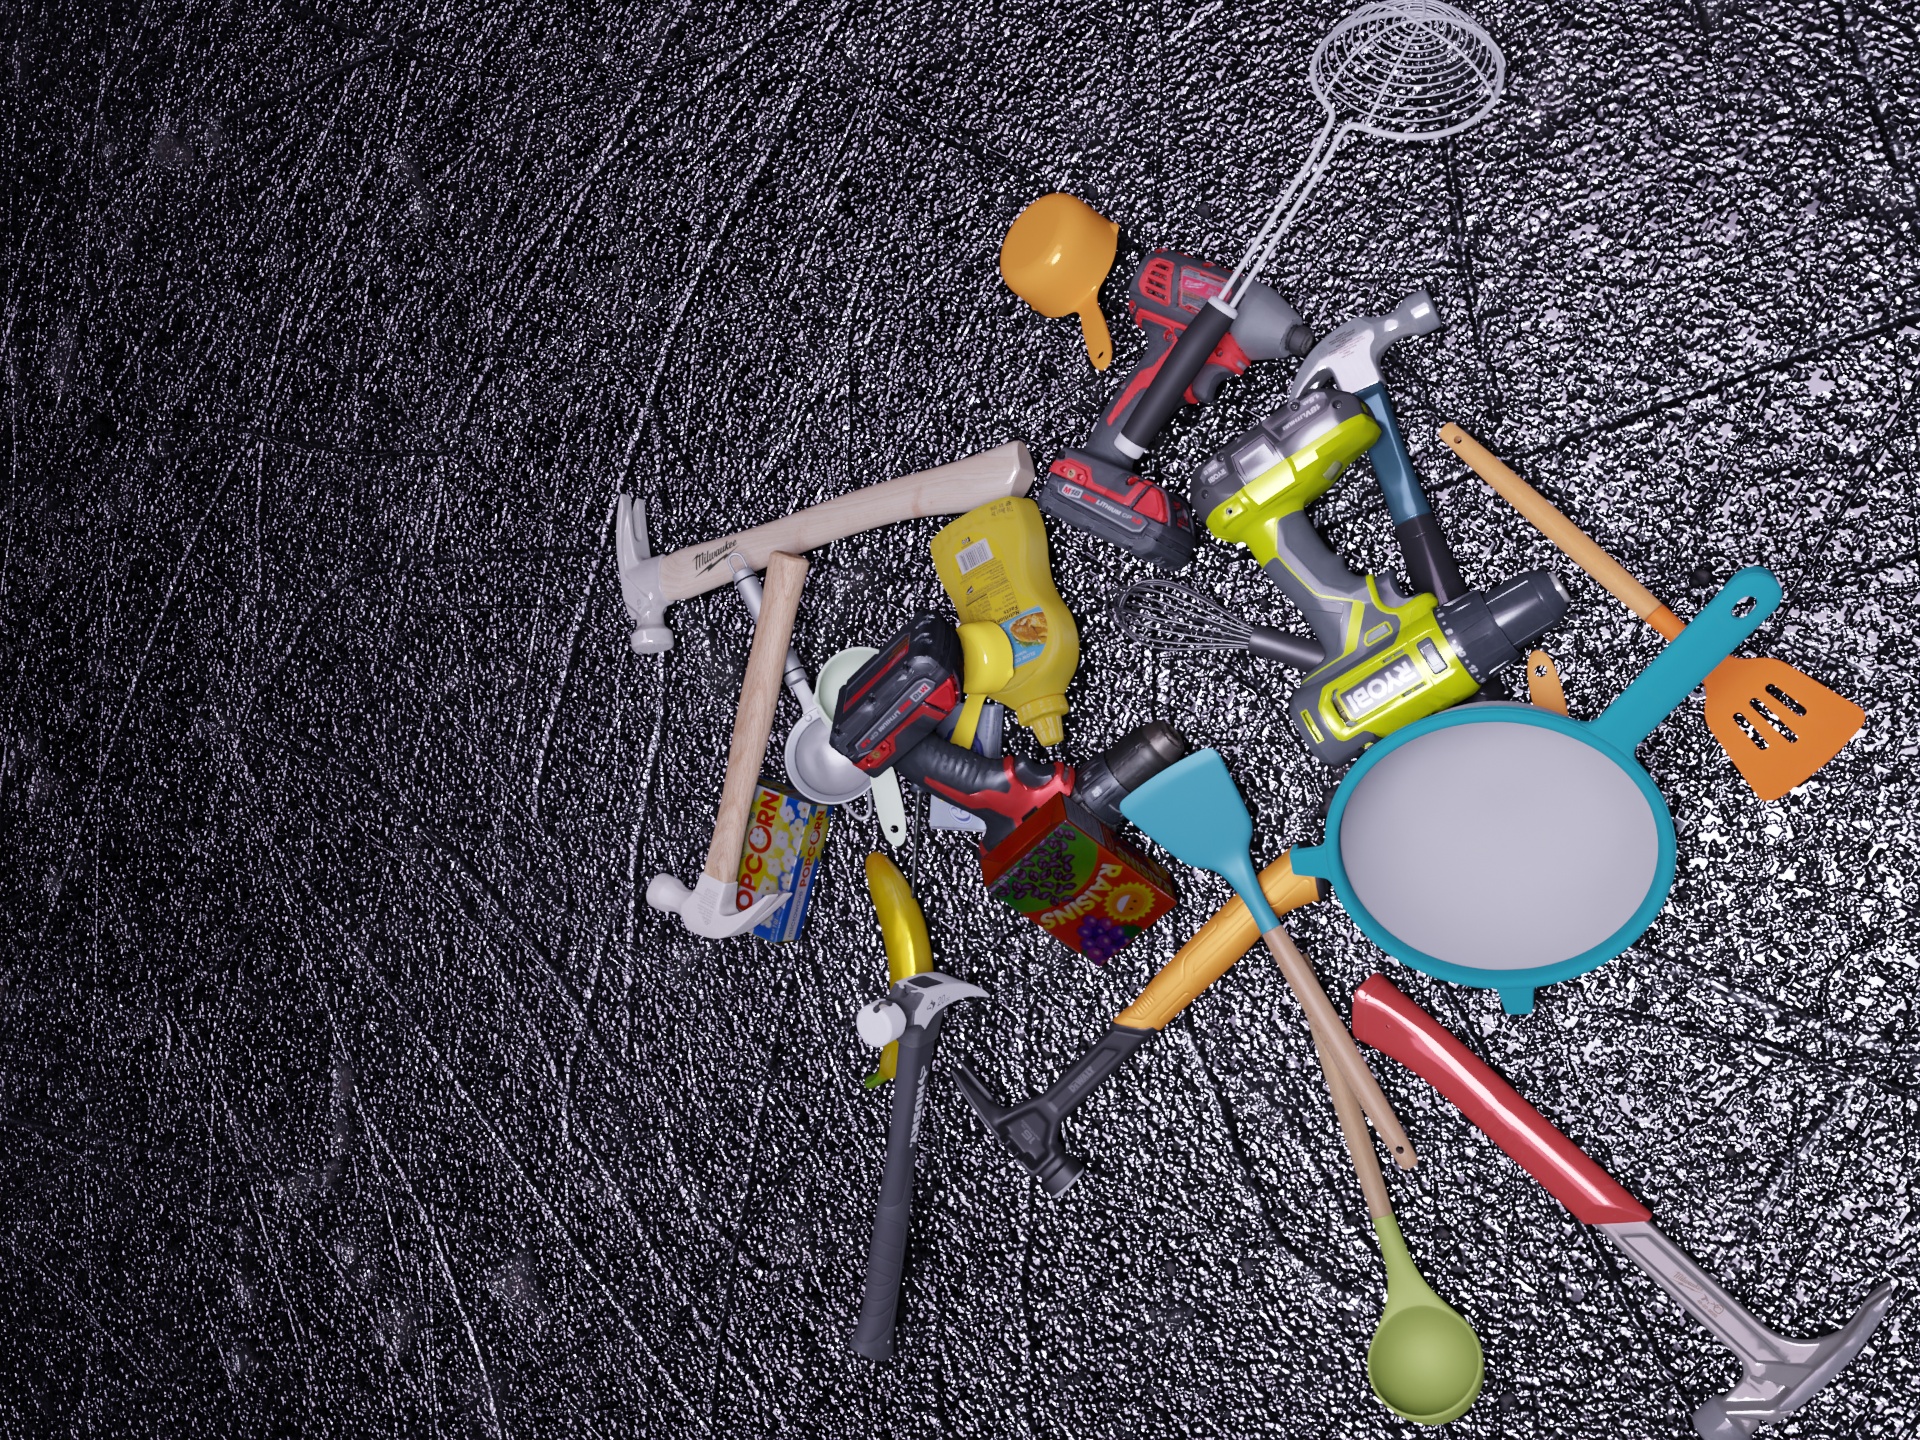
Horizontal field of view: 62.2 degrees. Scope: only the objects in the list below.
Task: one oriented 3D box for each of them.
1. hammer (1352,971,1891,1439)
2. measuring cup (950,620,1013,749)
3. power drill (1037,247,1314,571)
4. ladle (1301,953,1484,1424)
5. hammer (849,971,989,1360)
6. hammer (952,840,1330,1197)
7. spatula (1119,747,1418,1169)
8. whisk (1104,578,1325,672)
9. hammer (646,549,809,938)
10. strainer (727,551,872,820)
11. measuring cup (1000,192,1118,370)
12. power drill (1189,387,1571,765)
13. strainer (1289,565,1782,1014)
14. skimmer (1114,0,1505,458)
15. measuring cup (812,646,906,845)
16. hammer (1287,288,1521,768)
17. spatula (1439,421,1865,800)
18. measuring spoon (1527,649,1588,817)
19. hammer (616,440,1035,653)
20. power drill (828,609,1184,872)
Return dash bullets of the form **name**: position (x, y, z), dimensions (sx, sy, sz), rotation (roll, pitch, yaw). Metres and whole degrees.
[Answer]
- **hammer**: position (0.408, 0.294, 1.047), dimensions (0.359, 0.036, 0.149), rotation (44, 107, 23)
- **measuring cup**: position (-0.002, -0.004, 1.241), dimensions (0.062, 0.029, 0.156), rotation (36, 119, 40)
- **power drill**: position (0.162, -0.231, 1.188), dimensions (0.143, 0.078, 0.219), rotation (29, 98, 26)
- **ladle**: position (0.283, 0.319, 1.104), dimensions (0.078, 0.062, 0.320), rotation (-20, 75, 19)
- **hammer**: position (-0.046, 0.357, 1.259), dimensions (0.035, 0.146, 0.334), rotation (16, 106, 29)
- **hammer**: position (0.141, 0.207, 1.191), dimensions (0.127, 0.034, 0.337), rotation (47, 107, 11)
- **spatula**: position (0.227, 0.171, 1.110), dimensions (0.082, 0.044, 0.318), rotation (-34, 78, 18)
- **whisk**: position (0.216, -0.057, 1.166), dimensions (0.239, 0.055, 0.055), rotation (19, 97, 23)
- **hammer**: position (-0.175, 0.024, 1.320), dimensions (0.130, 0.031, 0.331), rotation (20, 102, 31)
- **strainer**: position (-0.134, -0.030, 1.339), dimensions (0.087, 0.050, 0.258), rotation (-28, 82, 1)
- **measuring cup**: position (0.078, -0.332, 1.208), dimensions (0.095, 0.052, 0.174), rotation (-39, 43, 30)
- **power drill**: position (0.277, -0.107, 1.078), dimensions (0.190, 0.080, 0.229), rotation (-34, 76, 23)
- **strainer**: position (0.380, 0.021, 1.006), dimensions (0.211, 0.095, 0.340), rotation (33, 122, -2)
- **skimmer**: position (0.231, -0.336, 1.113), dimensions (0.127, 0.090, 0.363), rotation (43, 112, 24)
- **measuring cup**: position (-0.071, 0.024, 1.293), dimensions (0.083, 0.038, 0.168), rotation (-12, 77, -10)
- **hammer**: position (0.324, -0.128, 1.115), dimensions (0.128, 0.033, 0.331), rotation (-23, 77, 25)
- **spatula**: position (0.436, -0.086, 1.042), dimensions (0.081, 0.041, 0.323), rotation (-48, 69, 18)
- **measuring spoon**: position (0.403, 0.009, 1.077), dimensions (0.021, 0.011, 0.117), rotation (-15, 81, 27)
- **hammer**: position (-0.127, -0.174, 1.363), dimensions (0.410, 0.038, 0.146), rotation (-14, 80, 27)
- **power drill**: position (0.036, 0.019, 1.185), dimensions (0.226, 0.080, 0.188), rotation (40, 114, -19)
